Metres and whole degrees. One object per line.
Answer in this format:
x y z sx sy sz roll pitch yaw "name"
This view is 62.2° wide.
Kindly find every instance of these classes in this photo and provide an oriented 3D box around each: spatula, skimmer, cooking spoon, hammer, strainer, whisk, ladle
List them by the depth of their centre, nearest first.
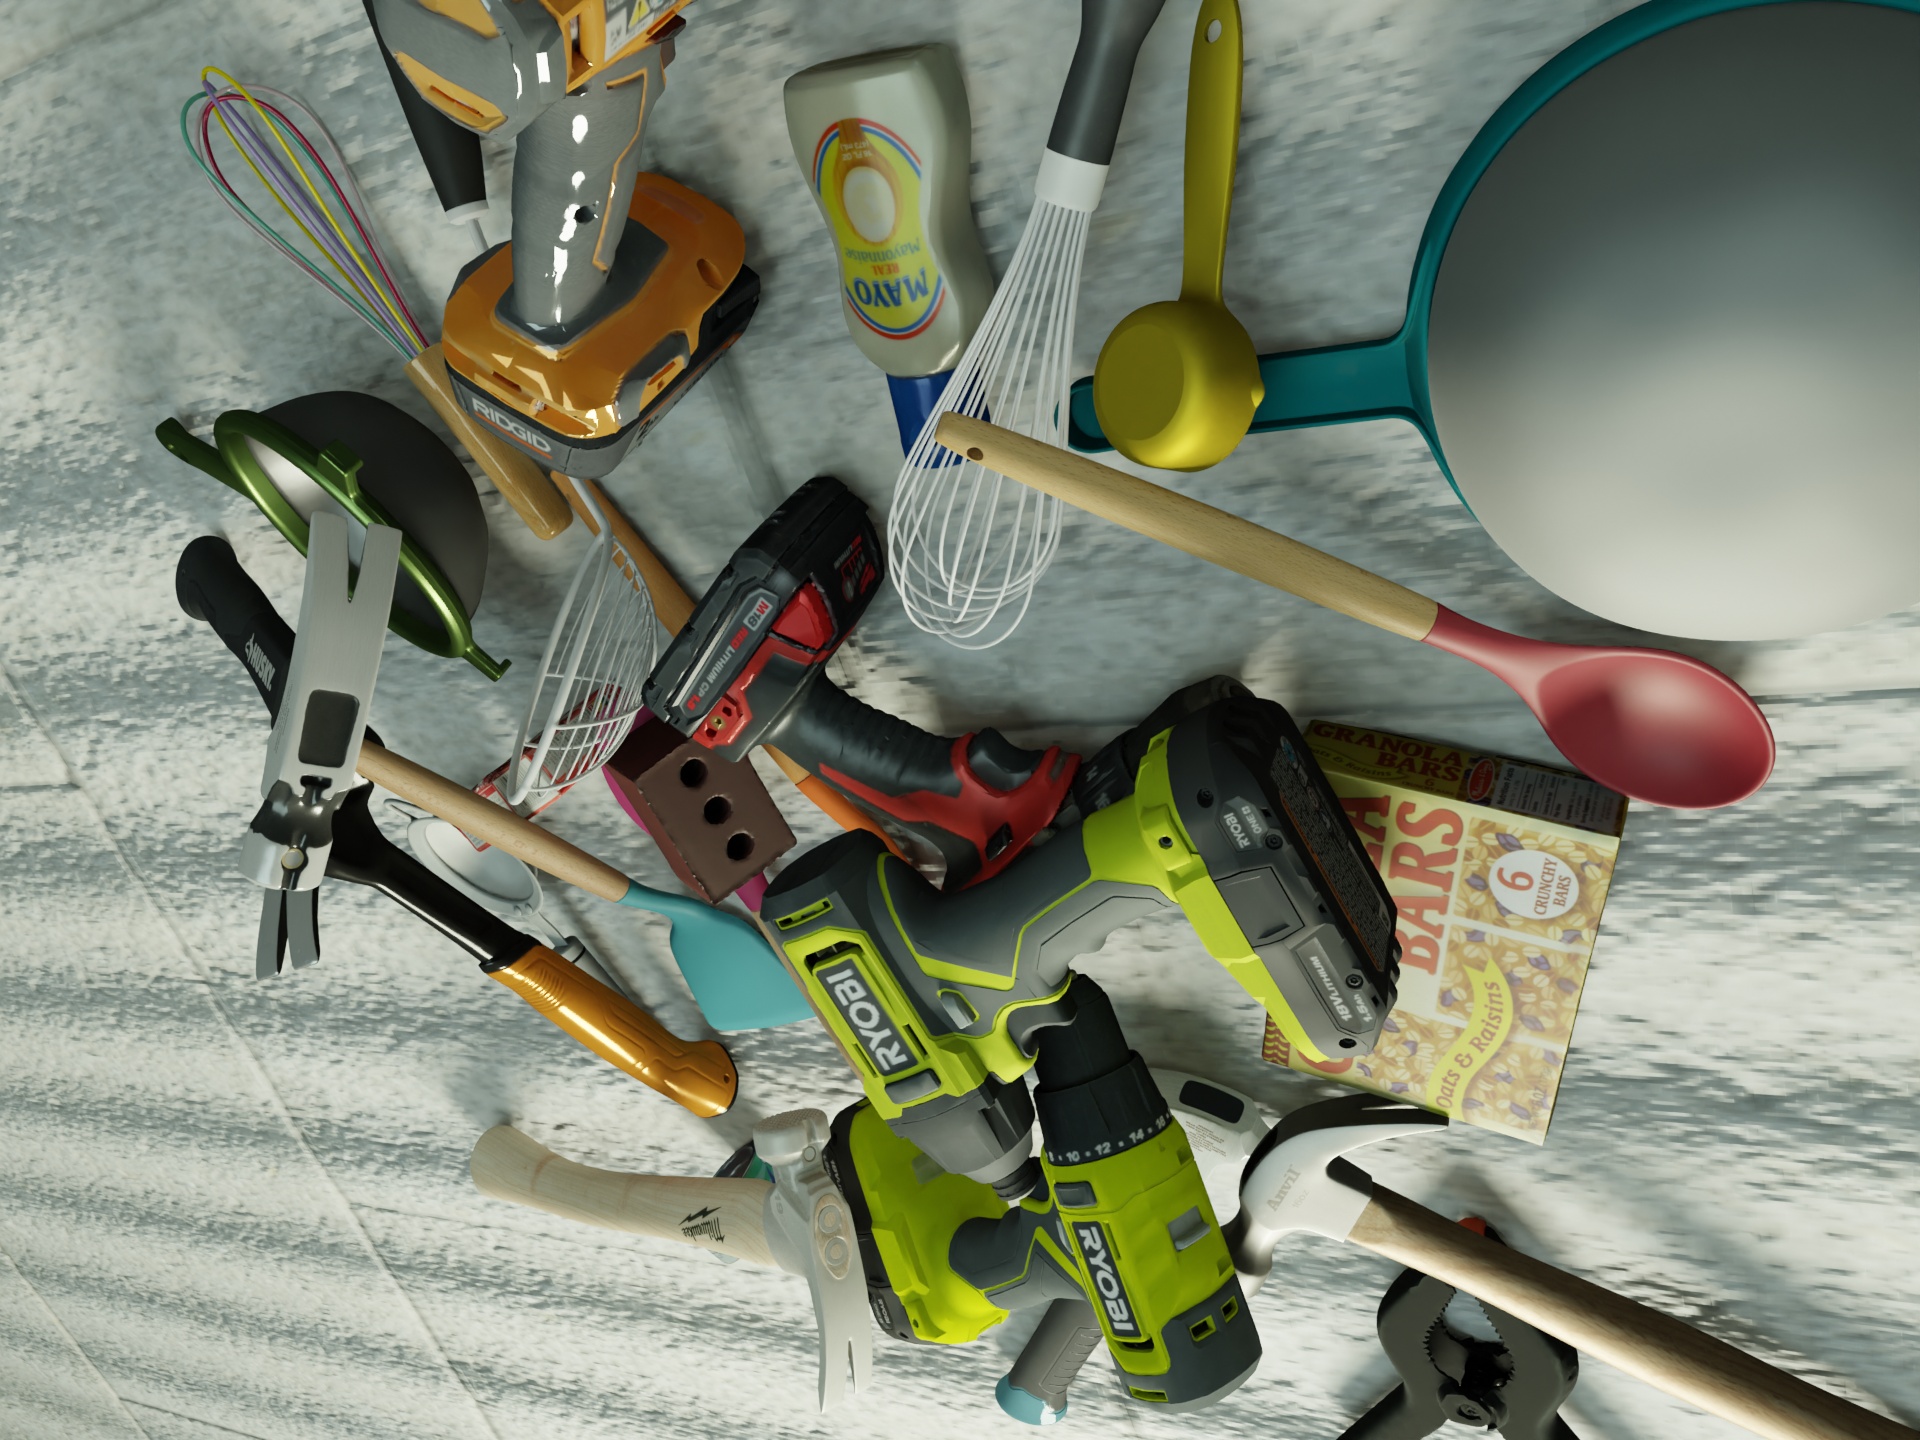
0.174 -0.099 0.497 0.340 0.095 0.210 -1 121 28 "strainer"
0.028 -0.155 0.549 0.070 0.070 0.284 23 117 14 "whisk"
0.138 -0.042 0.552 0.315 0.031 0.069 21 140 -7 "ladle"
-0.212 -0.144 0.667 0.127 0.090 0.363 -142 33 -70 "skimmer"
0.284 0.265 0.709 0.331 0.031 0.130 24 113 3 "hammer"
-0.258 -0.183 0.717 0.047 0.051 0.244 -25 110 33 "whisk"
-0.330 -0.046 0.748 0.335 0.035 0.146 27 102 54 "hammer"
-0.095 0.013 0.762 0.322 0.041 0.081 52 155 -10 "spatula"
-0.310 -0.123 0.782 0.257 0.069 0.151 26 154 34 "strainer"
-0.190 0.085 0.800 0.082 0.044 0.317 -15 146 30 "spatula"
-0.215 0.137 0.812 0.034 0.127 0.336 -18 140 19 "hammer"
-0.091 0.115 0.834 0.069 0.017 0.318 -28 114 1 "cooking spoon"
0.083 0.301 0.869 0.128 0.033 0.330 27 131 9 "hammer"
-0.232 0.127 0.920 0.087 0.050 0.258 -13 120 42 "strainer"
-0.191 0.295 0.943 0.411 0.038 0.146 -12 89 50 "hammer"

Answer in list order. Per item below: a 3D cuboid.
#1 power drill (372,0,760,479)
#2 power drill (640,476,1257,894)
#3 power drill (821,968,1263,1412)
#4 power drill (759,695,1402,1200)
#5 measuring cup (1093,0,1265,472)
-0.112 -0.214 0.553 0.084 0.185 0.226 31 150 7 "power drill"
-0.001 -0.002 0.678 0.226 0.080 0.188 39 126 -5 "power drill"
0.028 0.224 0.770 0.228 0.080 0.190 -24 86 52 "power drill"
0.050 0.097 0.630 0.223 0.080 0.171 -26 102 27 "power drill"
0.072 -0.160 0.523 0.062 0.029 0.156 17 109 47 "measuring cup"
